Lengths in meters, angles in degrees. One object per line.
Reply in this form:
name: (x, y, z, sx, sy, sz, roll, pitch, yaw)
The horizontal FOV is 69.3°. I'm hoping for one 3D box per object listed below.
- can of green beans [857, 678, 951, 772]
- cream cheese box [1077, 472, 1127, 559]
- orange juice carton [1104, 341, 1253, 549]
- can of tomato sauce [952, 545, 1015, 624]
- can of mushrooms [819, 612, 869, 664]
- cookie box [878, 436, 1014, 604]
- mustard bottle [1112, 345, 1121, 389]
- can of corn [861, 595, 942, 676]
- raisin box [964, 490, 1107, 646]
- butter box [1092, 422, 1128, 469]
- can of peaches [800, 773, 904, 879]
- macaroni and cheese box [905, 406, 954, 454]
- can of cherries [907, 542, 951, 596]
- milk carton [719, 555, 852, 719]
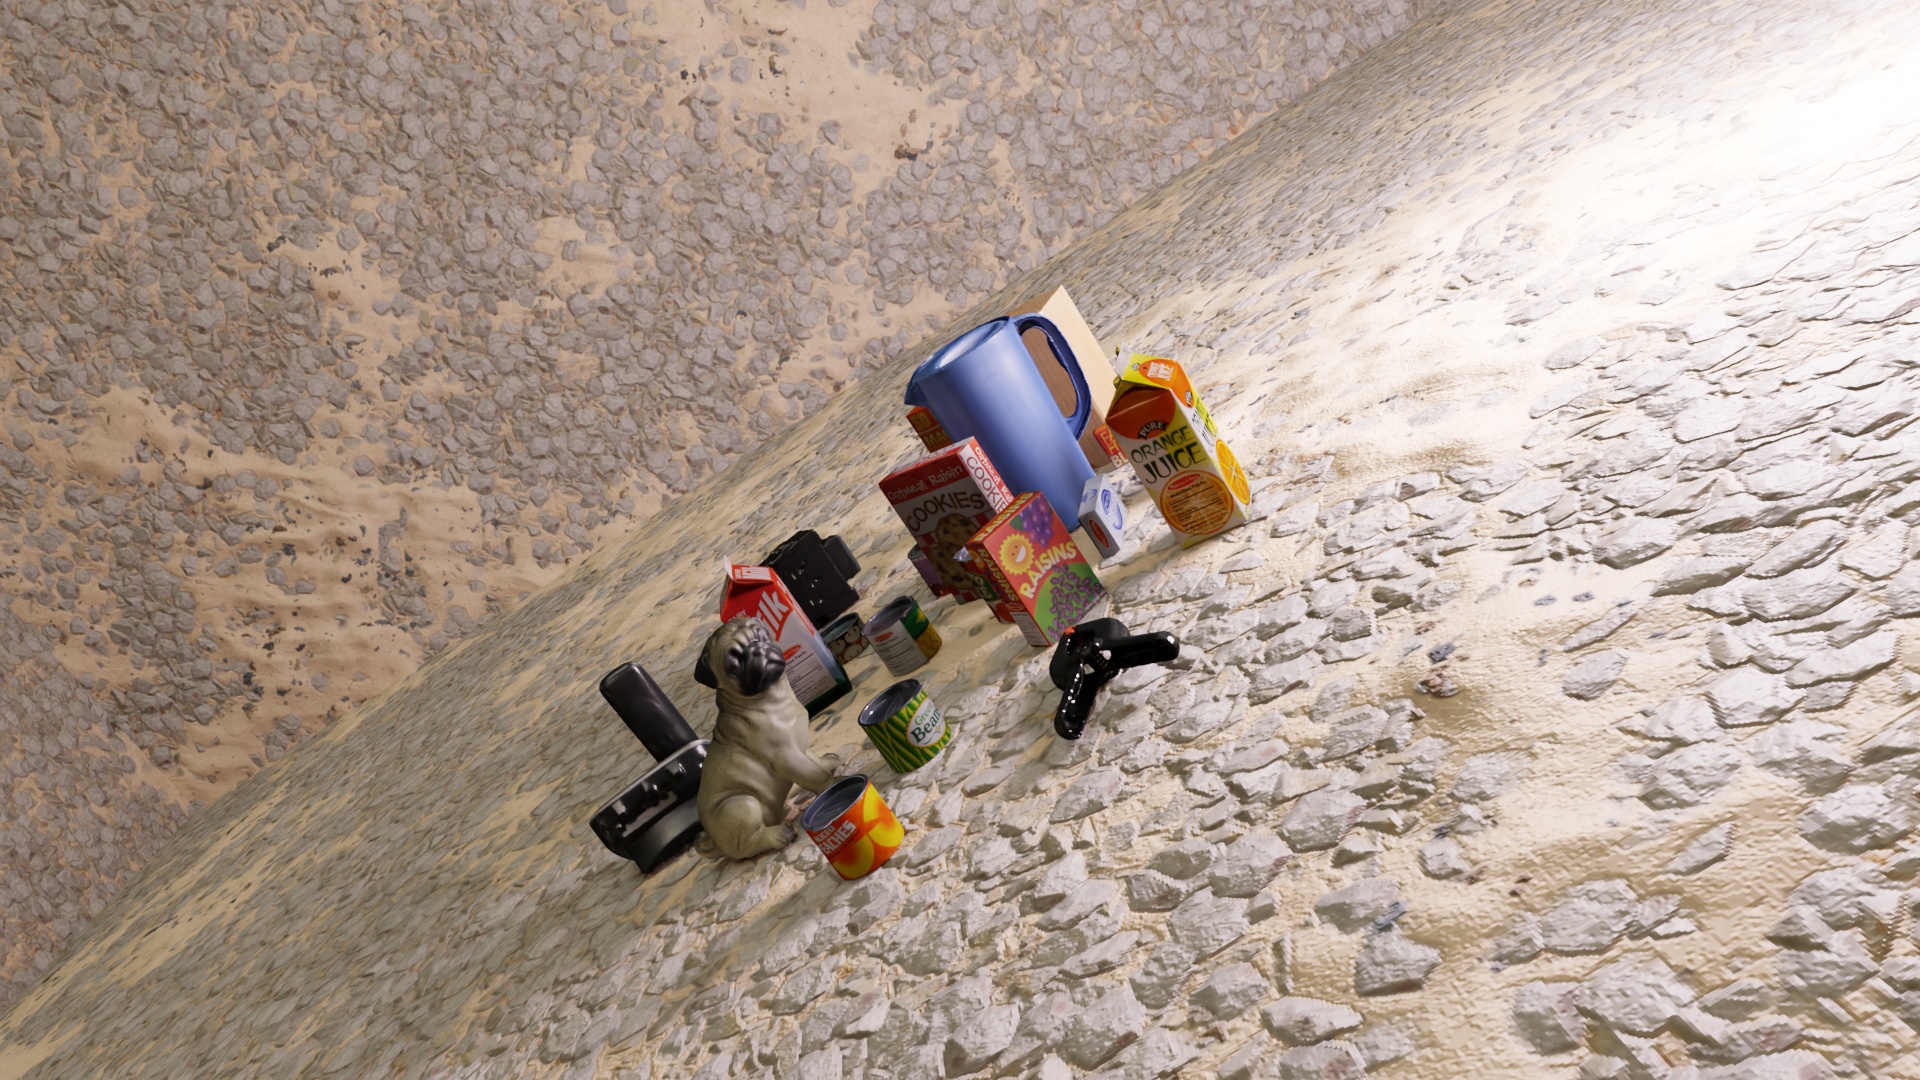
can of green beans: (-0.050, 0.168, 1.260, 0.071, 0.057, 0.071, -31, 16, 10)
cream cheese box: (0.149, -0.027, 1.451, 0.024, 0.053, 0.104, -28, 17, 21)
orange juice carton: (0.197, -0.096, 1.308, 0.073, 0.192, 0.072, -26, 18, 26)
can of tomato sauce: (0.044, 0.035, 1.421, 0.071, 0.083, 0.071, -31, 16, 10)
can of mushrooms: (-0.140, 0.118, 1.623, 0.071, 0.033, 0.071, -31, 16, 10)
cookie box: (0.005, -0.019, 1.498, 0.122, 0.167, 0.040, -20, 21, 40)
mustard bottle: (0.202, -0.137, 1.477, 0.049, 0.160, 0.065, -39, 17, -18)
can of corn: (-0.061, 0.101, 1.476, 0.071, 0.058, 0.071, -31, 16, 10)
raisin box: (0.072, 0.027, 1.318, 0.086, 0.123, 0.040, -41, 17, -25)
butter box: (0.213, -0.132, 1.635, 0.103, 0.053, 0.024, -30, 16, 13)
can of peaches: (-0.089, 0.236, 1.137, 0.071, 0.058, 0.071, -31, 16, 10)
macaroni and cheese box: (0.026, -0.116, 1.743, 0.123, 0.166, 0.040, -20, 21, 40)
can of cherries: (-0.018, 0.023, 1.617, 0.071, 0.058, 0.072, -31, 16, 10)
milk carton: (-0.203, 0.099, 1.516, 0.073, 0.190, 0.072, -35, 16, -3)
